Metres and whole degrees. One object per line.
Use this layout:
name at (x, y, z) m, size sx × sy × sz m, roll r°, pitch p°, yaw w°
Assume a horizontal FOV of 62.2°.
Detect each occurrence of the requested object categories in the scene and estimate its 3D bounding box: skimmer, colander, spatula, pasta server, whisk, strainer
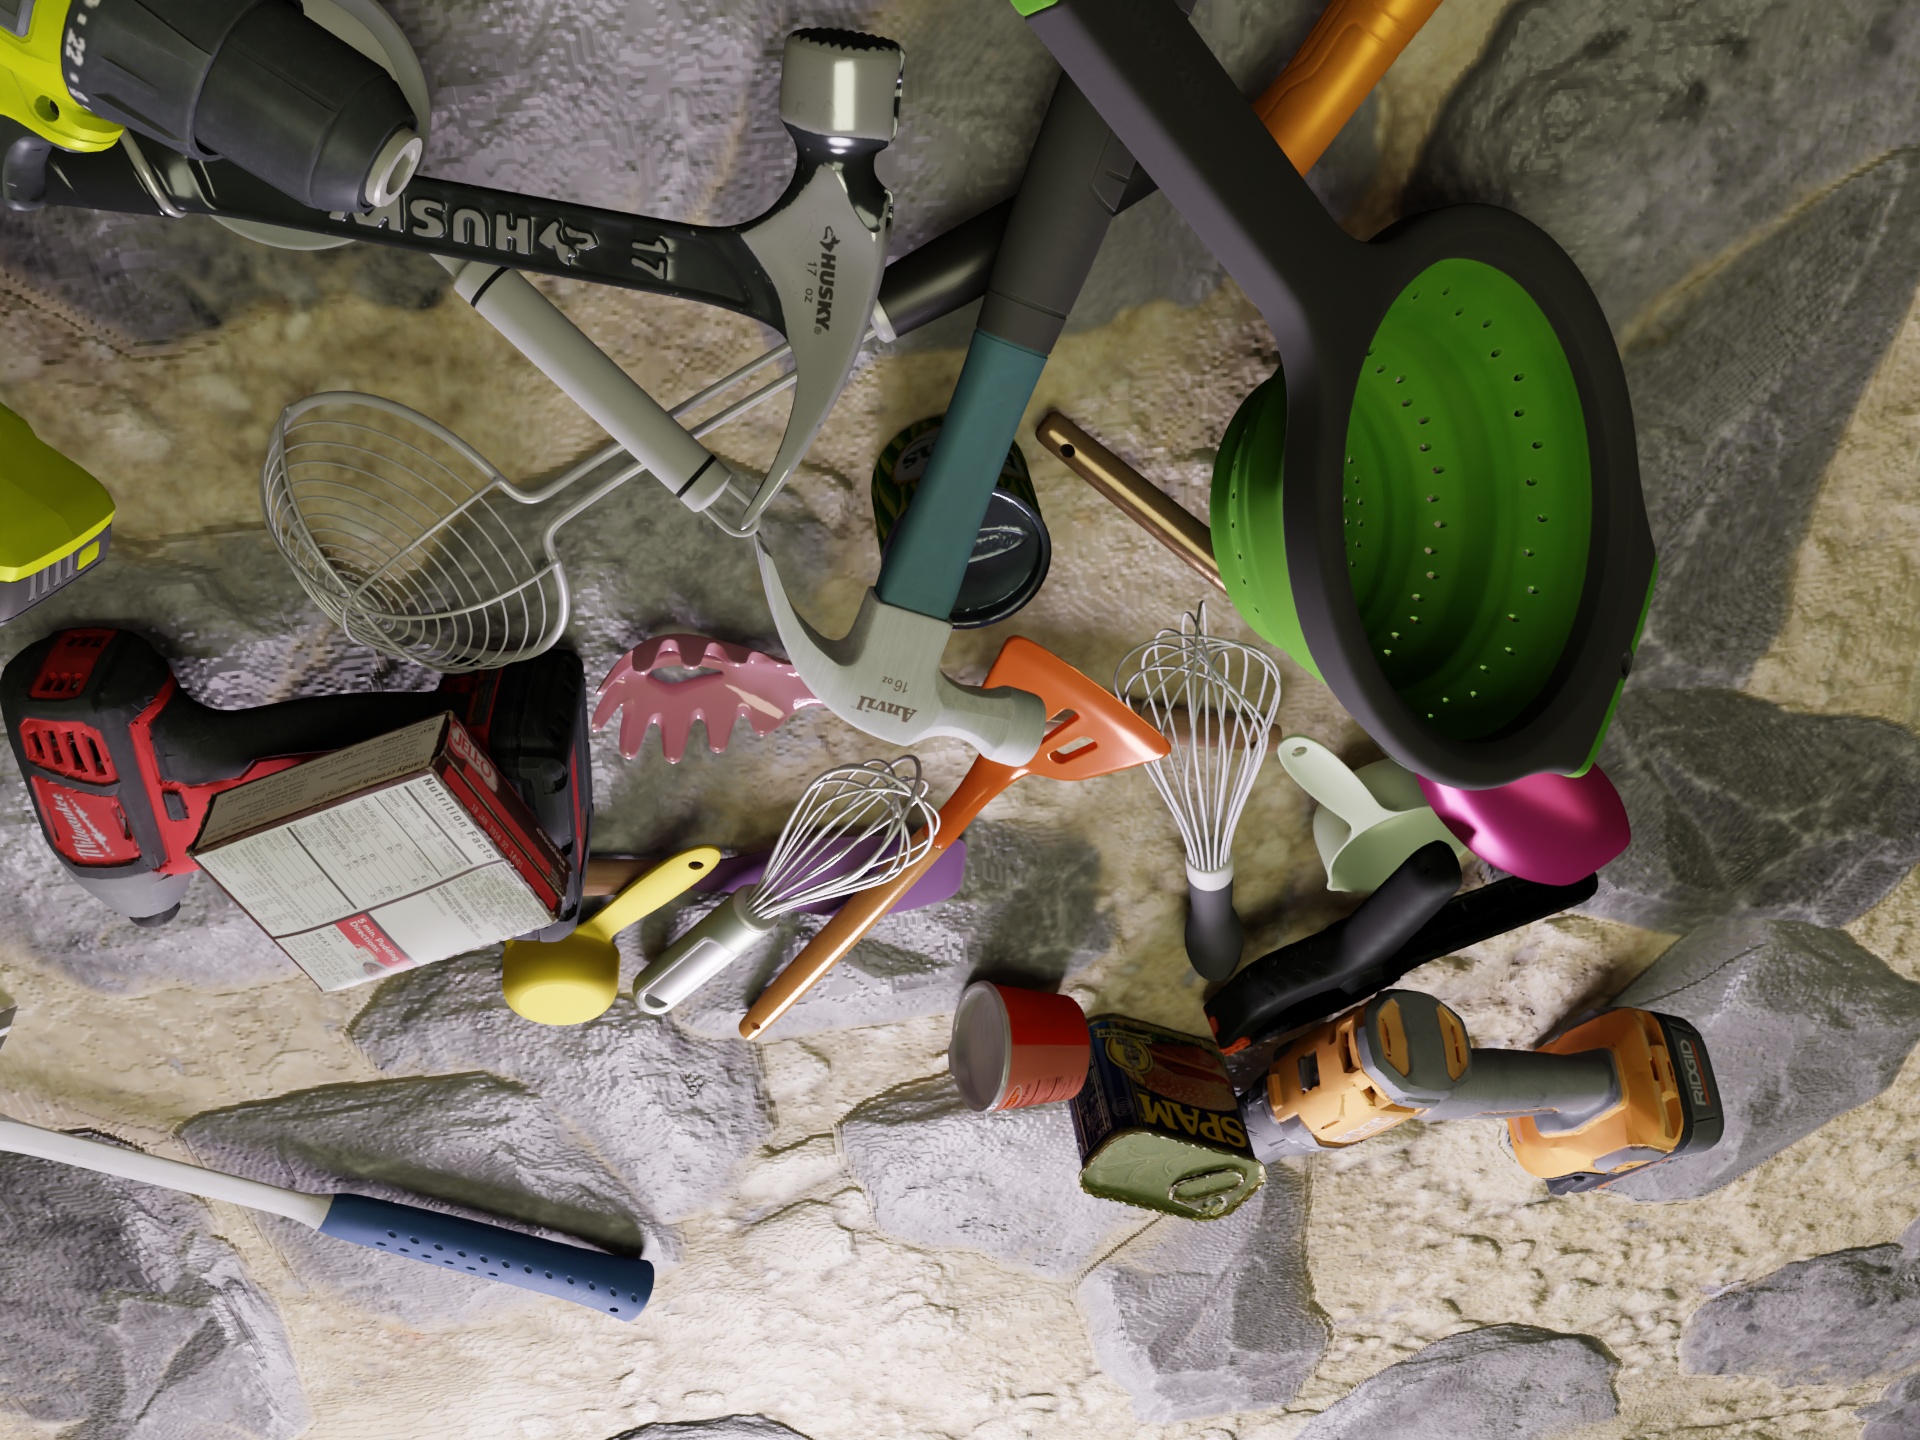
skimmer at (-0.091, -0.131, 0.594) m, size 0.363 × 0.090 × 0.127 m, roll -29°, pitch 123°, yaw 2°
colander at (0.108, -0.121, 0.545) m, size 0.094 × 0.204 × 0.396 m, roll 4°, pitch 153°, yaw 50°
spatula at (-0.154, 0.076, 0.757) m, size 0.316 × 0.018 × 0.059 m, roll 1°, pitch 133°, yaw -10°
spatula at (-0.027, 0.072, 0.734) m, size 0.081 × 0.041 × 0.322 m, roll 36°, pitch 127°, yaw -9°
pasta server at (-0.001, -0.002, 0.706) m, size 0.316 × 0.040 × 0.060 m, roll 6°, pitch 136°, yaw -15°
whisk at (0.115, 0.048, 0.737) m, size 0.070 × 0.070 × 0.284 m, roll -13°, pitch 142°, yaw 1°
strainer at (-0.164, -0.151, 0.523) m, size 0.258 × 0.050 × 0.087 m, roll 43°, pitch 100°, yaw -13°
whisk at (-0.089, 0.083, 0.727) m, size 0.057 × 0.059 × 0.246 m, roll 32°, pitch 135°, yaw -19°

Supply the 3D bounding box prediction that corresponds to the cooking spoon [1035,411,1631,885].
cooking spoon at (0.158, -0.026, 0.667) m, size 0.318 × 0.017 × 0.068 m, roll 36°, pitch 124°, yaw -12°

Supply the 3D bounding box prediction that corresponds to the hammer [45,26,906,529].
hammer at (-0.225, -0.160, 0.485) m, size 0.409 × 0.036 × 0.149 m, roll 10°, pitch 120°, yaw 2°

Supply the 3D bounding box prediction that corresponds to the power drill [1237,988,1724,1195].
power drill at (0.271, 0.211, 0.880) m, size 0.226 × 0.084 × 0.185 m, roll 9°, pitch 149°, yaw -18°

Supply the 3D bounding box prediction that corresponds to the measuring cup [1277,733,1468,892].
measuring cup at (0.183, 0.030, 0.740) m, size 0.083 × 0.038 × 0.167 m, roll -32°, pitch 140°, yaw 21°

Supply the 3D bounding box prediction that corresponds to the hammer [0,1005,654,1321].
hammer at (-0.354, 0.262, 0.865) m, size 0.405 × 0.035 × 0.144 m, roll 25°, pitch 121°, yaw -26°

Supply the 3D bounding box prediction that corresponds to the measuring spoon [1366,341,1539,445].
measuring spoon at (0.182, -0.148, 0.635) m, size 0.128 × 0.021 × 0.042 m, roll 25°, pitch 128°, yaw -15°

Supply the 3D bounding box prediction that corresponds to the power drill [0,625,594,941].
power drill at (-0.271, 0.033, 0.670) m, size 0.219 × 0.079 × 0.143 m, roll 2°, pitch 128°, yaw -7°

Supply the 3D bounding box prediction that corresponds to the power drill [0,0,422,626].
power drill at (-0.272, -0.137, 0.442) m, size 0.190 × 0.080 × 0.228 m, roll 32°, pitch 117°, yaw -10°

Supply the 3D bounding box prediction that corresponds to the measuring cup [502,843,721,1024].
measuring cup at (-0.163, 0.103, 0.752) m, size 0.062 × 0.029 × 0.156 m, roll 27°, pitch 132°, yaw -35°

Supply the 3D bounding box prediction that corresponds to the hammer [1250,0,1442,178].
hammer at (0.182, -0.281, 0.470) m, size 0.034 × 0.127 × 0.336 m, roll 18°, pitch 130°, yaw -28°

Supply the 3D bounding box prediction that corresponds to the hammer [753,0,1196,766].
hammer at (0.024, -0.143, 0.546) m, size 0.128 × 0.033 × 0.331 m, roll 15°, pitch 109°, yaw -22°
